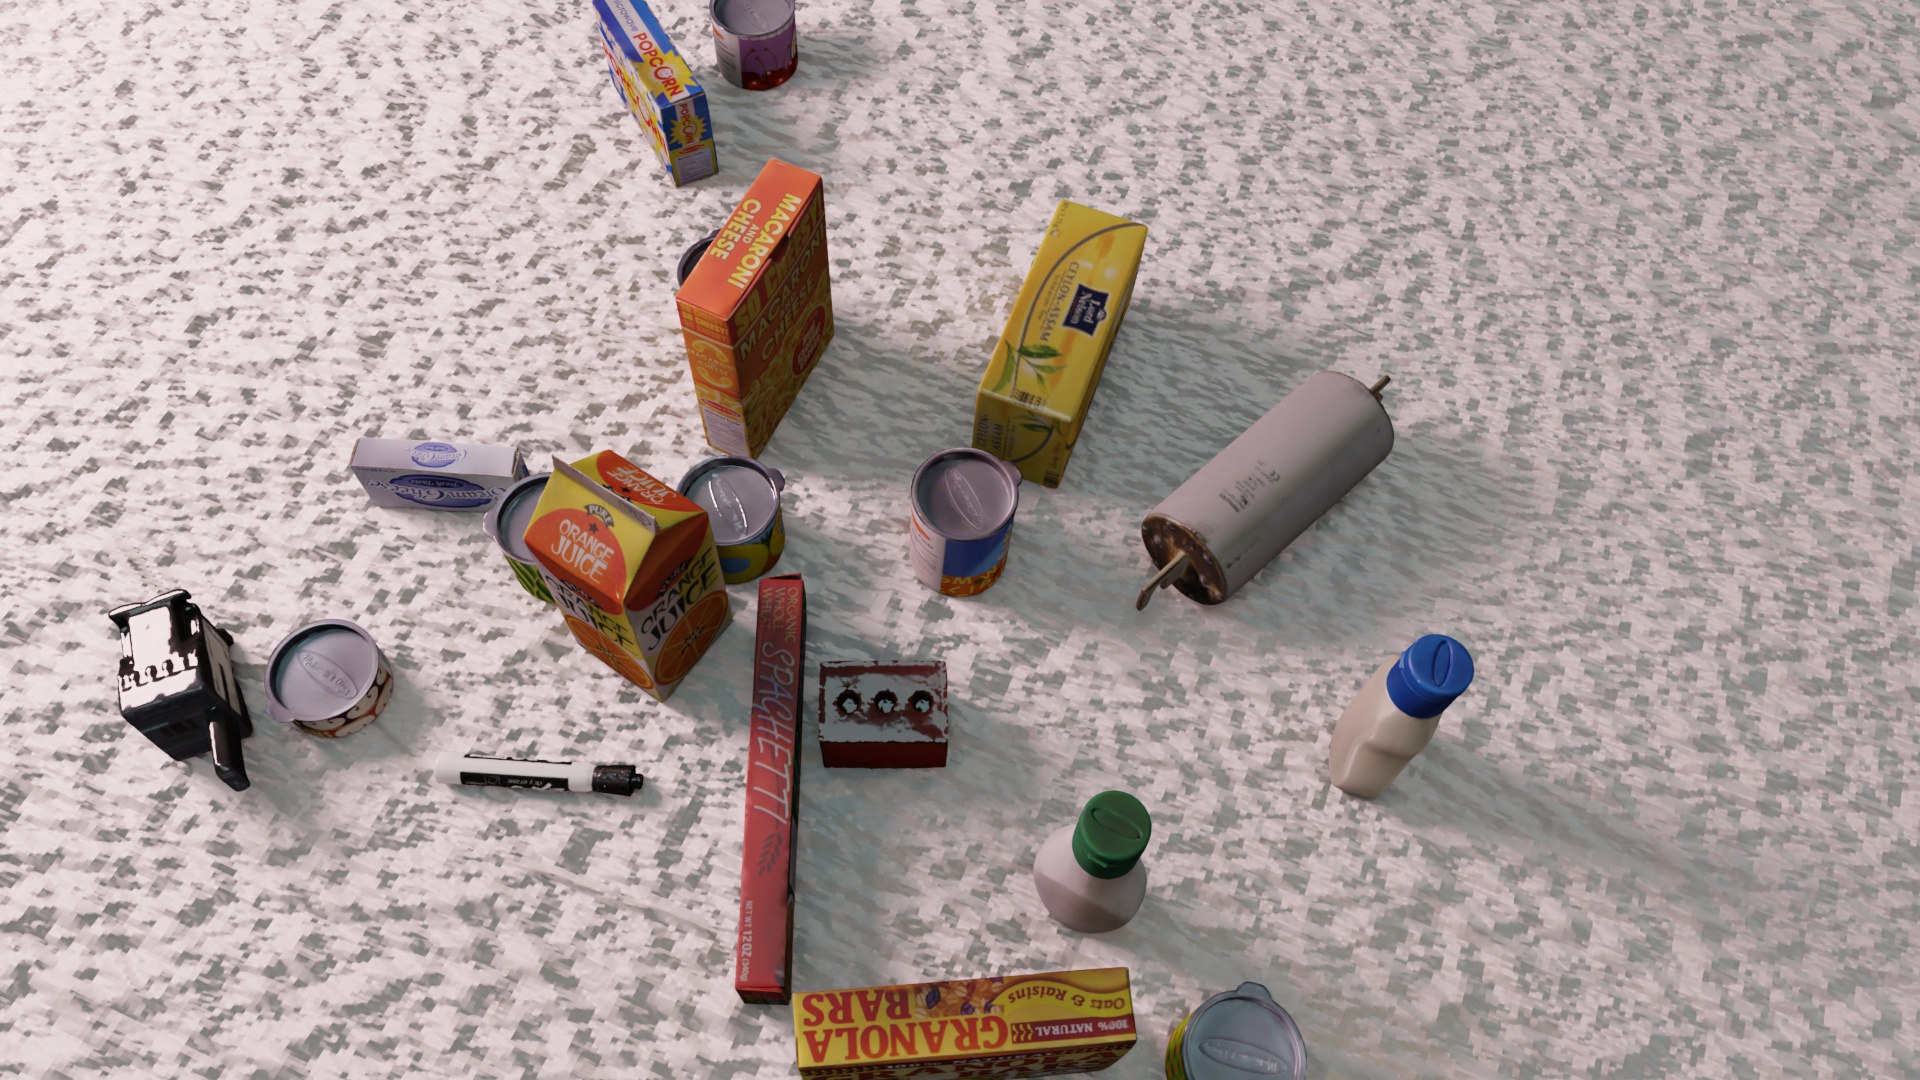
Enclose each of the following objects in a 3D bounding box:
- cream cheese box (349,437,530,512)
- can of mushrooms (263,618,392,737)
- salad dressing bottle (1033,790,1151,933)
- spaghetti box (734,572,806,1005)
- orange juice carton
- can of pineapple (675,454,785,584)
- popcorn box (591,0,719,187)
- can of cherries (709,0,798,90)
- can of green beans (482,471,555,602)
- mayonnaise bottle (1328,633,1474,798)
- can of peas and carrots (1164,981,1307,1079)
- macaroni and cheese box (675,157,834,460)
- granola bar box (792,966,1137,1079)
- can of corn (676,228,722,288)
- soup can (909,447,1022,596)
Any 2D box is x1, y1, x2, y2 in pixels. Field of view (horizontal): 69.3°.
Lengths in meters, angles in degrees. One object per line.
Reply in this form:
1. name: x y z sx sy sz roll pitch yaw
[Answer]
1. cream cheese box: -0.333 -0.041 0.900 0.104 0.053 0.024 3 63 -1
2. can of mushrooms: -0.384 0.085 0.842 0.071 0.033 0.071 1 62 -2
3. salad dressing bottle: 0.075 0.175 0.756 0.064 0.147 0.044 27 65 11
4. spaghetti box: -0.109 0.141 0.818 0.029 0.050 0.251 0 62 -3
5. orange juice carton: -0.189 0.015 0.800 0.072 0.191 0.073 32 66 13
6. can of pineapple: -0.145 -0.013 0.893 0.071 0.057 0.071 1 62 -2
7. popcorn box: -0.229 -0.342 1.046 0.038 0.085 0.127 -26 67 -15
8. can of cherries: -0.159 -0.400 1.095 0.071 0.058 0.072 1 62 -2
9. can of green beans: -0.257 -0.001 0.880 0.071 0.057 0.071 1 62 -2
10. mayonnaise bottle: 0.253 0.100 0.805 0.041 0.147 0.065 17 63 6
11. can of peas and carrots: 0.148 0.281 0.754 0.071 0.058 0.071 1 62 -2
12. macaroni and cheese box: -0.128 -0.145 0.902 0.040 0.165 0.124 23 64 9
13. granola bar box: 0.000 0.257 0.721 0.166 0.123 0.039 -3 63 -5
14. can of corn: -0.162 -0.173 0.976 0.071 0.058 0.071 1 62 -2
15. soup can: 0.003 -0.011 0.885 0.071 0.083 0.071 1 63 -2
